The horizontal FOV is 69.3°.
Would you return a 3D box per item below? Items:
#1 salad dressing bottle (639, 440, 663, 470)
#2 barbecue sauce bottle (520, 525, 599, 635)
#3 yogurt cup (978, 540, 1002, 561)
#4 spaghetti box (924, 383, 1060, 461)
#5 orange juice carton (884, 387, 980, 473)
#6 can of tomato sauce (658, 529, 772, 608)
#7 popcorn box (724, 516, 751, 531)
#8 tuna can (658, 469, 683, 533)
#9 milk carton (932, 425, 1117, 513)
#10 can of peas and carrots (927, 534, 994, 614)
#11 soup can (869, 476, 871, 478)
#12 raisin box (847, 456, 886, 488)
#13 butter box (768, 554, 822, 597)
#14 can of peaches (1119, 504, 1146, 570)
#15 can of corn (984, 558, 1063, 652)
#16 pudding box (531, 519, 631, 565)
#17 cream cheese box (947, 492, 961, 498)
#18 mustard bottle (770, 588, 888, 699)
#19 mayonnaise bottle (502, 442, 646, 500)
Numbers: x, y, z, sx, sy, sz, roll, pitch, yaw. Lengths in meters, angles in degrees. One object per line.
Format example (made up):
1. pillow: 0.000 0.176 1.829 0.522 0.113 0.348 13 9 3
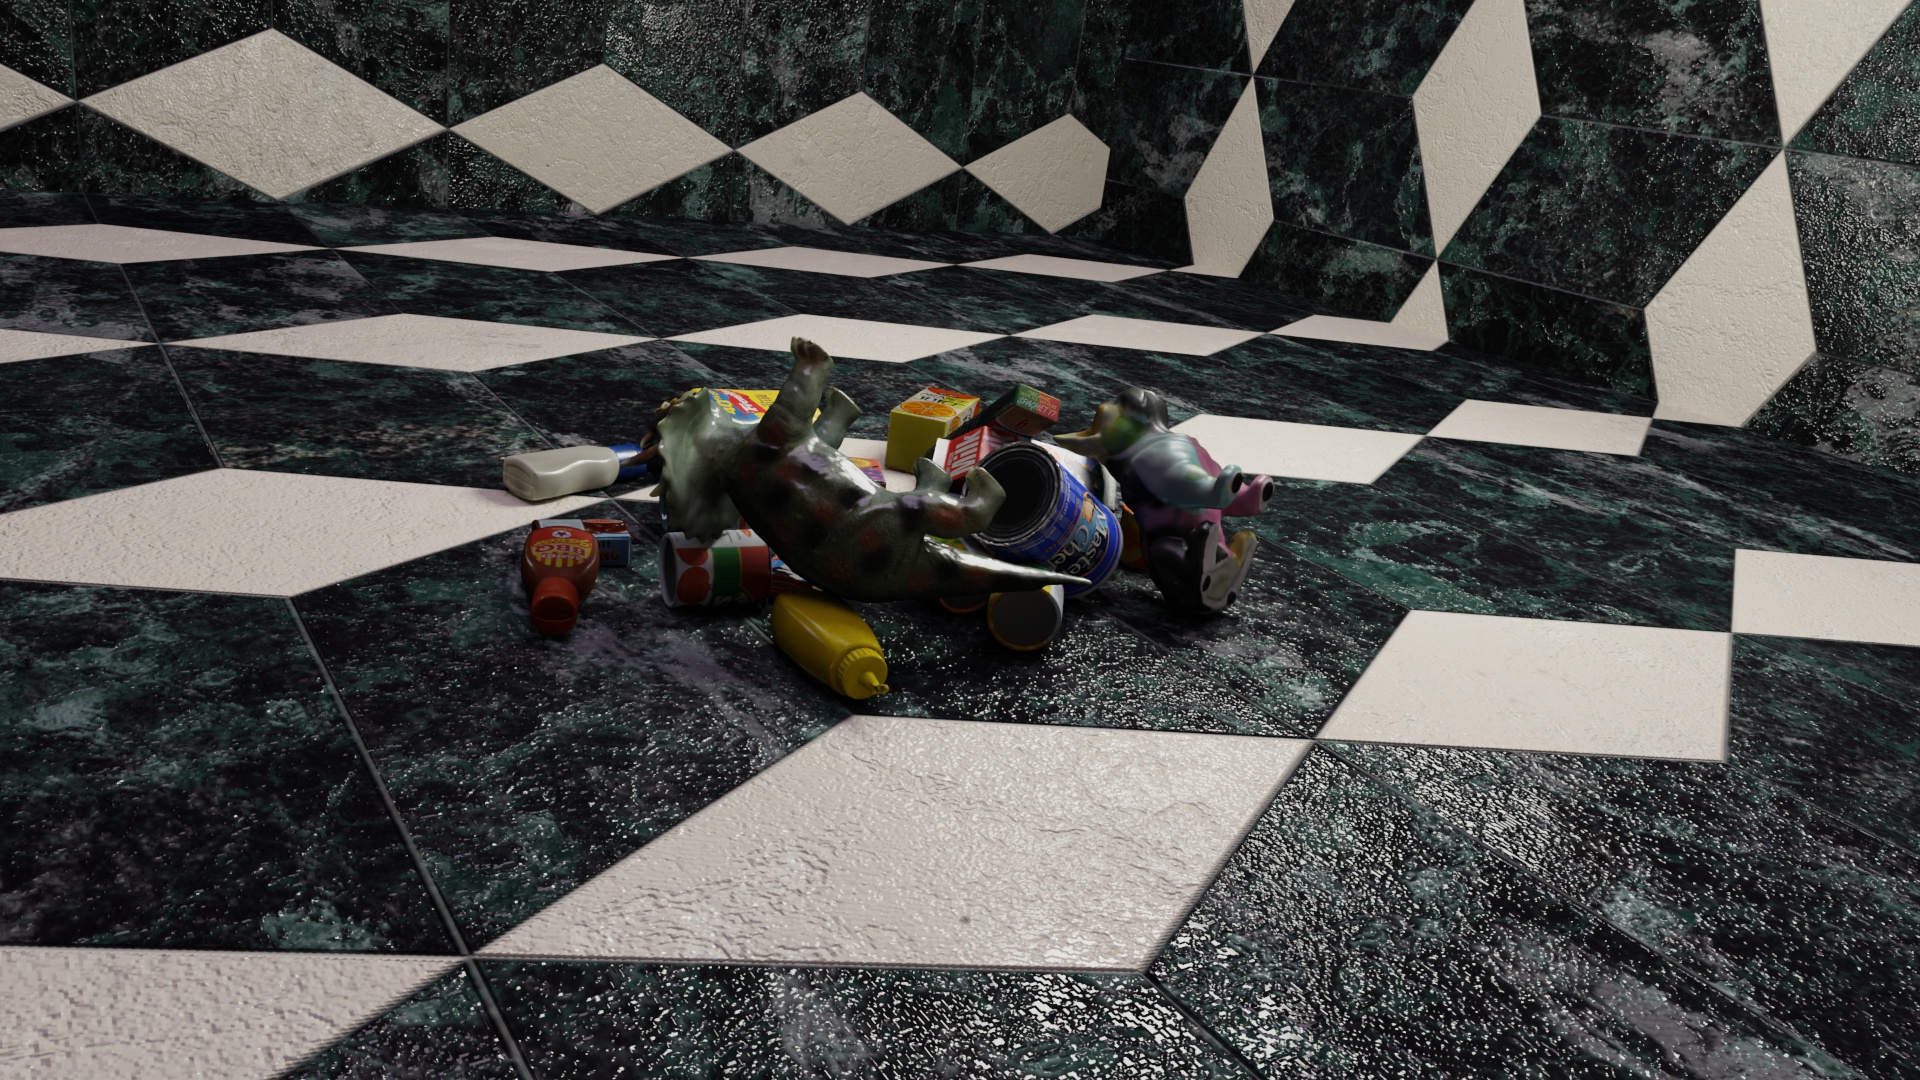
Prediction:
1. salad dressing bottle: -0.297 -0.110 1.577 0.064 0.043 0.148 30 29 30
2. barbecue sauce bottle: -0.338 0.033 1.166 0.065 0.043 0.149 4 21 -15
3. yogurt cup: 0.018 0.000 1.369 0.054 0.072 0.072 17 20 1
4. spaghetti box: 0.028 -0.111 1.514 0.050 0.029 0.249 21 -21 -19
5. orange juice carton: -0.027 -0.140 1.718 0.072 0.072 0.193 12 20 13
6. can of tomato sauce: -0.213 0.026 1.205 0.083 0.071 0.071 -3 22 -26
7. popcorn box: -0.229 -0.039 1.413 0.085 0.038 0.127 0 21 -23
8. tuna can: -0.274 -0.038 1.360 0.033 0.070 0.071 -1 22 -23
9. milk carton: 0.062 -0.058 1.453 0.191 0.073 0.073 16 46 -6
10. can of peas and carrots: -0.005 0.028 1.276 0.071 0.070 0.059 -1 26 -24
11. soup can: -0.141 -0.063 1.424 0.084 0.071 0.071 42 30 15
12. raisin box: -0.147 -0.065 1.516 0.123 0.040 0.086 4 19 -12
13. butter box: -0.147 0.027 1.285 0.053 0.024 0.104 11 20 8
14. can of peaches: 0.200 -0.005 1.458 0.071 0.057 0.071 7 19 -2
15. can of corn: 0.055 0.057 1.219 0.071 0.071 0.058 9 20 2
16. pudding box: -0.346 0.002 1.269 0.084 0.030 0.050 -1 20 -24
17. cream cheese box: 0.005 -0.018 1.419 0.104 0.053 0.024 12 36 12
18. mustard bottle: -0.098 0.087 1.101 0.065 0.048 0.160 0 21 -31
19. mayonnaise bottle: -0.396 -0.074 1.445 0.065 0.041 0.148 24 24 34
